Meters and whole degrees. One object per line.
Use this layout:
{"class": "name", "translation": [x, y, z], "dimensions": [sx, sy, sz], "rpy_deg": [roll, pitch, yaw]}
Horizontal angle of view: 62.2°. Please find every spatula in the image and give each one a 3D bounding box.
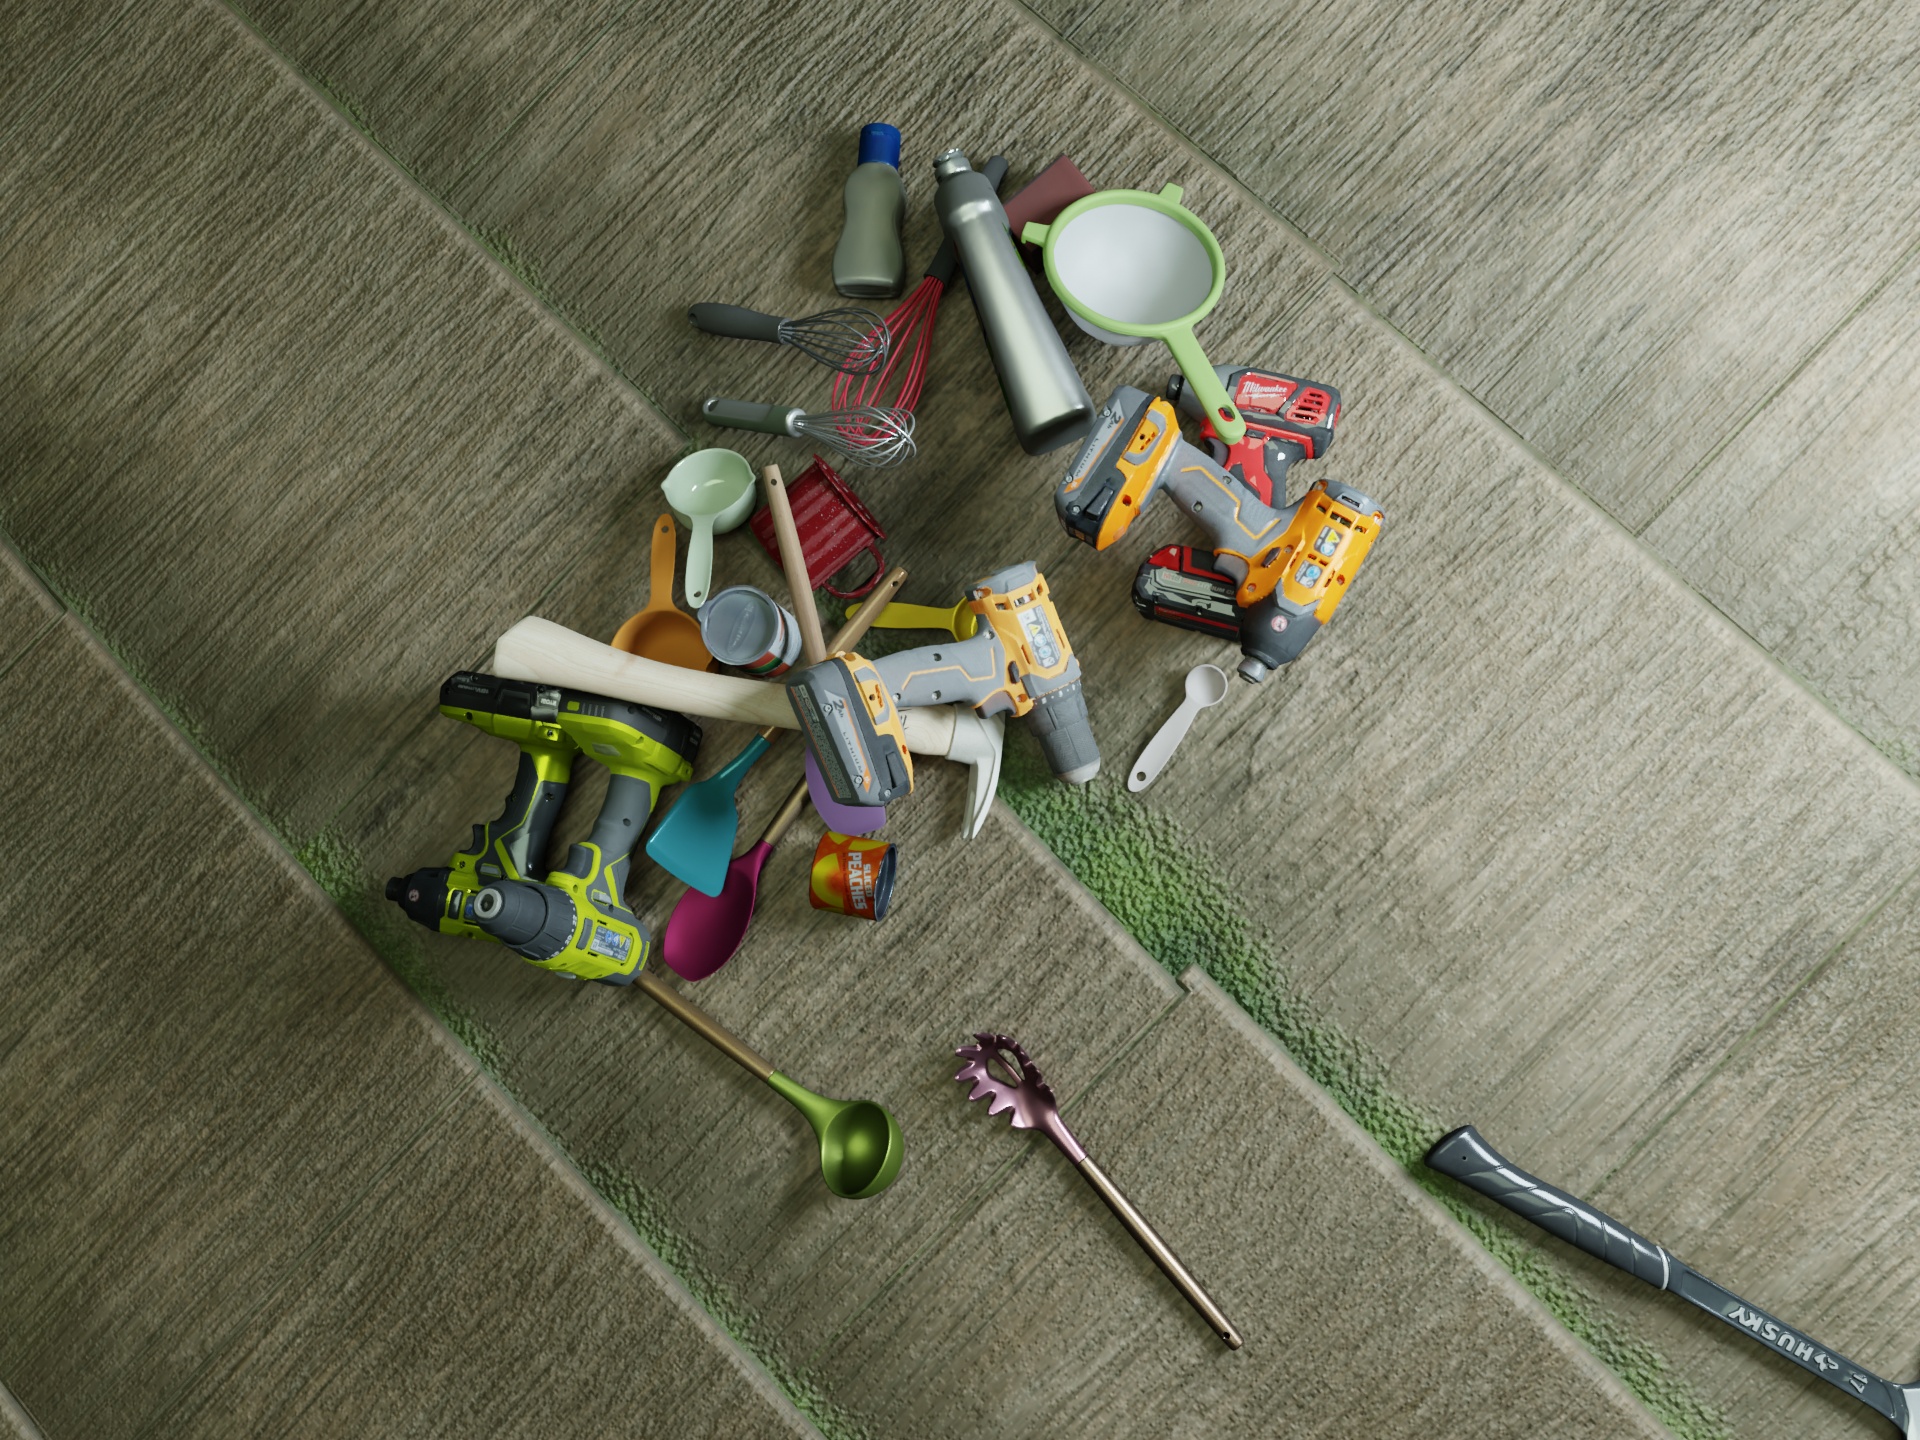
{"class": "spatula", "translation": [-0.121, -0.054, 1.309], "dimensions": [0.060, 0.018, 0.316], "rpy_deg": [-13, 102, -5]}
{"class": "spatula", "translation": [-0.142, -0.001, 1.332], "dimensions": [0.082, 0.044, 0.317], "rpy_deg": [40, 86, -32]}

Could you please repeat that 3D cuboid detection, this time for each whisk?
{"class": "whisk", "translation": [-0.132, -0.248, 1.330], "dimensions": [0.246, 0.059, 0.058], "rpy_deg": [16, 70, 38]}
{"class": "whisk", "translation": [-0.031, -0.361, 1.369], "dimensions": [0.073, 0.073, 0.296], "rpy_deg": [25, 82, 10]}
{"class": "whisk", "translation": [-0.150, -0.333, 1.350], "dimensions": [0.239, 0.055, 0.055], "rpy_deg": [19, 85, 36]}

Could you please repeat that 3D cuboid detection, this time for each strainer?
{"class": "strainer", "translation": [0.161, -0.319, 1.309], "dimensions": [0.151, 0.069, 0.256], "rpy_deg": [-20, 70, -15]}

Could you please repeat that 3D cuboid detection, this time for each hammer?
{"class": "hammer", "translation": [-0.161, -0.006, 1.263], "dimensions": [0.410, 0.038, 0.146], "rpy_deg": [10, 83, -17]}
{"class": "hammer", "translation": [0.542, 0.427, 1.197], "dimensions": [0.409, 0.036, 0.149], "rpy_deg": [28, 88, 11]}

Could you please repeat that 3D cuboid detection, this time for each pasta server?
{"class": "pasta server", "translation": [0.112, 0.373, 1.263], "dimensions": [0.060, 0.040, 0.316], "rpy_deg": [-44, 80, 13]}

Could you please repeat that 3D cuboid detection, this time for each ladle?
{"class": "ladle", "translation": [-0.180, 0.278, 1.309], "dimensions": [0.320, 0.062, 0.078], "rpy_deg": [34, 90, 13]}

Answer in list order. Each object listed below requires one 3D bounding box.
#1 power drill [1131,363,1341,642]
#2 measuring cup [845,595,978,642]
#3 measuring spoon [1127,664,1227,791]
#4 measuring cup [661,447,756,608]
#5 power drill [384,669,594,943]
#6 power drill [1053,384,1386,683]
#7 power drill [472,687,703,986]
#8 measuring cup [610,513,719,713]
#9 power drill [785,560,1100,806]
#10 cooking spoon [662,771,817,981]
{"class": "power drill", "translation": [0.217, -0.185, 1.303], "dimensions": [0.143, 0.078, 0.220], "rpy_deg": [16, 82, 10]}
{"class": "measuring cup", "translation": [-0.022, -0.085, 1.353], "dimensions": [0.156, 0.029, 0.062], "rpy_deg": [5, 82, 21]}
{"class": "measuring spoon", "translation": [0.177, 0.008, 1.315], "dimensions": [0.034, 0.018, 0.124], "rpy_deg": [36, 96, 11]}
{"class": "measuring cup", "translation": [-0.214, -0.156, 1.350], "dimensions": [0.083, 0.038, 0.168], "rpy_deg": [-4, 59, 6]}
{"class": "power drill", "translation": [-0.395, 0.076, 1.356], "dimensions": [0.171, 0.080, 0.223], "rpy_deg": [9, 87, 9]}
{"class": "power drill", "translation": [0.187, -0.140, 1.219], "dimensions": [0.226, 0.084, 0.164], "rpy_deg": [29, 88, 9]}
{"class": "power drill", "translation": [-0.298, 0.090, 1.277], "dimensions": [0.080, 0.190, 0.229], "rpy_deg": [7, 73, 23]}
{"class": "measuring cup", "translation": [-0.251, -0.089, 1.370], "dimensions": [0.095, 0.052, 0.174], "rpy_deg": [-2, 75, 8]}
{"class": "power drill", "translation": [-0.002, -0.004, 1.257], "dimensions": [0.226, 0.084, 0.185], "rpy_deg": [-25, 97, -22]}
{"class": "cooking spoon", "translation": [-0.148, 0.083, 1.347], "dimensions": [0.069, 0.017, 0.319], "rpy_deg": [35, 89, 21]}
